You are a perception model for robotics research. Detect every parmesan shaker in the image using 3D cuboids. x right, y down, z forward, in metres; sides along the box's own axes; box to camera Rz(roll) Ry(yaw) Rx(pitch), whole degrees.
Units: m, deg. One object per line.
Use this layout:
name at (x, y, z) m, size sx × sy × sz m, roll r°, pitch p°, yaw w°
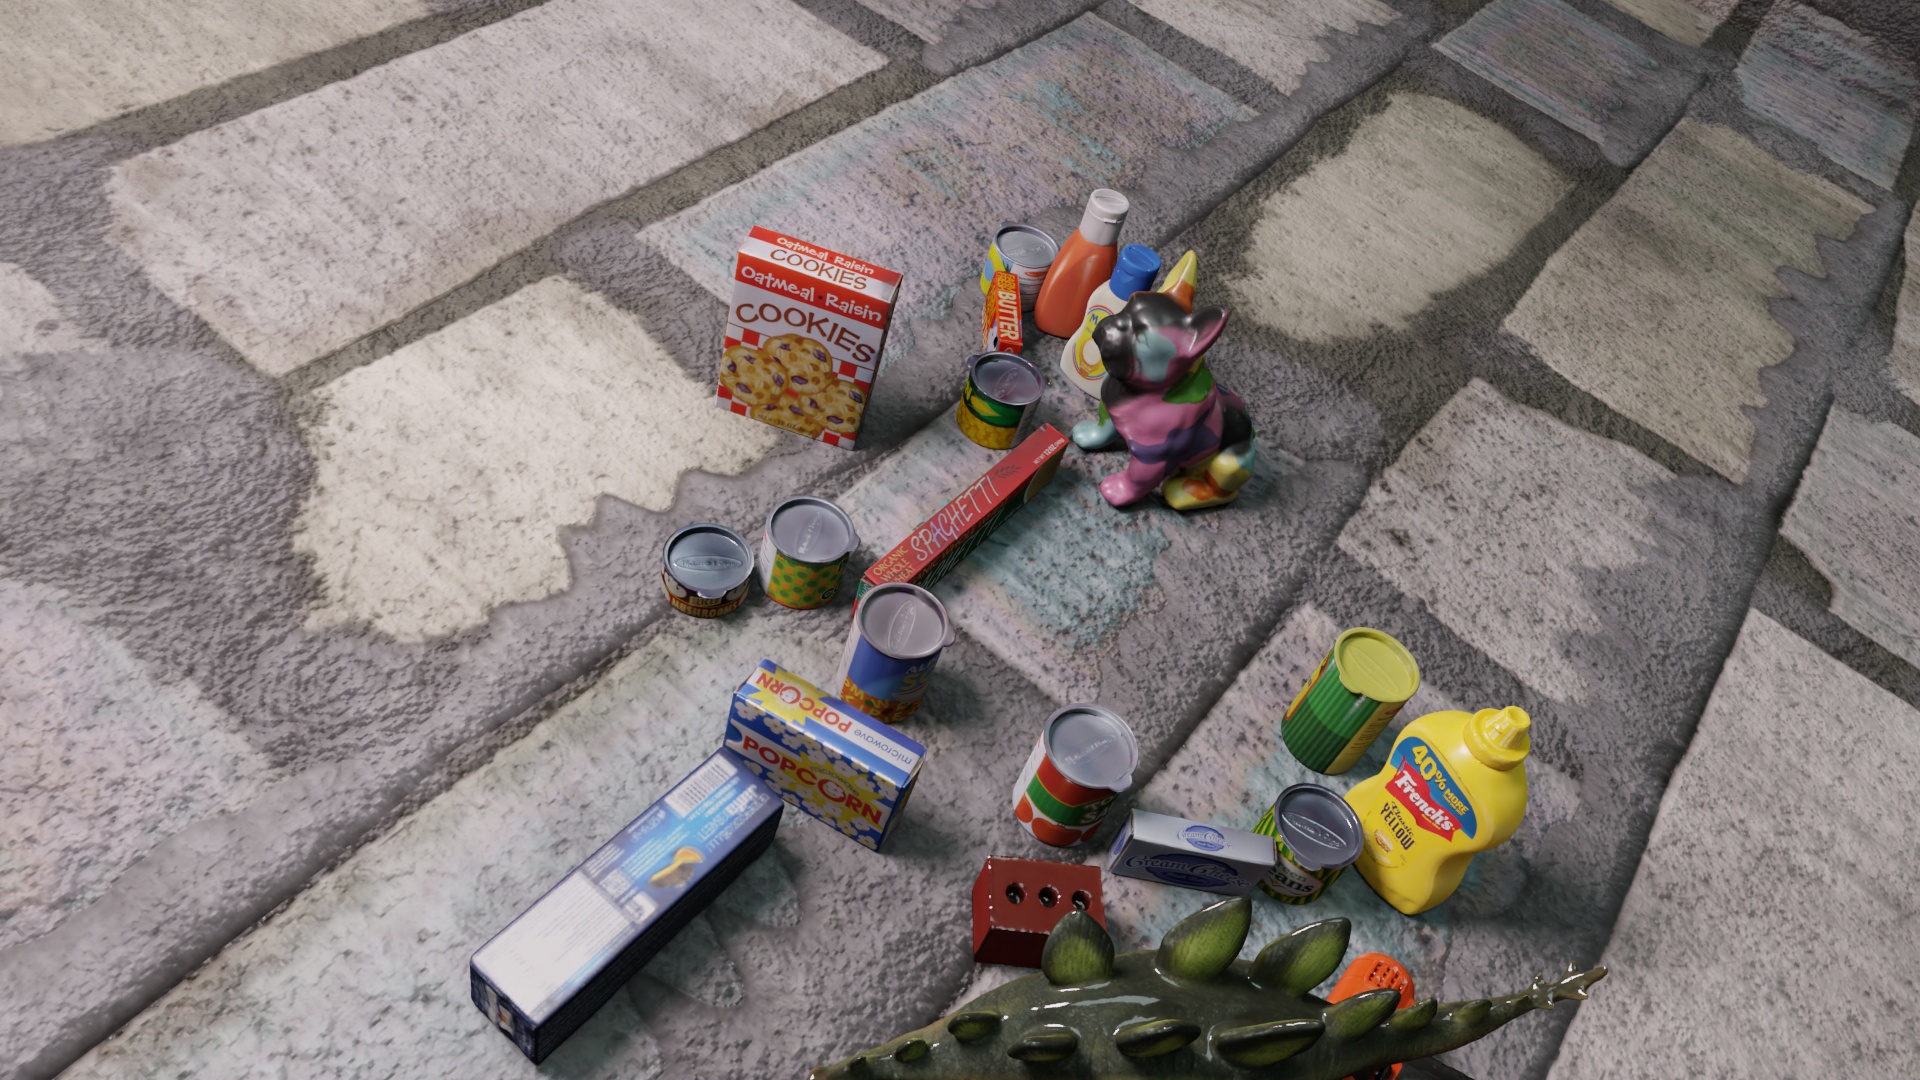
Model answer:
parmesan shaker at (0.288, 0.123, 1.042) m, size 0.071 × 0.102 × 0.072 m, roll 9°, pitch 48°, yaw -10°

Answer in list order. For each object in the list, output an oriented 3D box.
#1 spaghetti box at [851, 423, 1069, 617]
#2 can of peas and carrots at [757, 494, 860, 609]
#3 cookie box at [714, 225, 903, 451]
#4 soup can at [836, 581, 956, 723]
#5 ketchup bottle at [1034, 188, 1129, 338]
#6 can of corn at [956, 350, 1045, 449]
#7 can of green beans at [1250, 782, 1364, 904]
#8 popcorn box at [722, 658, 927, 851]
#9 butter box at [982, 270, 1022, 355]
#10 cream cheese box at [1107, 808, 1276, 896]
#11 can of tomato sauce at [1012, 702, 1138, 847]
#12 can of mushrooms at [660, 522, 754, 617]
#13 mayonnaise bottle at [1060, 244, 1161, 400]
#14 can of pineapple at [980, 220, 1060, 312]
spaghetti box at (0.004, -0.014, 1.108) m, size 0.029 × 0.049 × 0.251 m, roll 36°, pitch 49°, yaw 15°
can of peas and carrots at (-0.114, 0.010, 1.043) m, size 0.071 × 0.058 × 0.071 m, roll 9°, pitch 48°, yaw -10°
cookie box at (-0.124, -0.160, 1.115) m, size 0.123 × 0.166 × 0.040 m, roll 18°, pitch 47°, yaw -2°
soup can at (-0.047, 0.082, 0.984) m, size 0.071 × 0.083 × 0.072 m, roll 9°, pitch 48°, yaw -10°
ketchup bottle at (0.117, -0.255, 1.290) m, size 0.065 × 0.148 × 0.044 m, roll 6°, pitch 48°, yaw -13°
can of corn at (0.032, -0.123, 1.207) m, size 0.071 × 0.058 × 0.071 m, roll 9°, pitch 48°, yaw -10°
can of green beans at (0.240, 0.214, 0.977) m, size 0.071 × 0.057 × 0.071 m, roll 9°, pitch 48°, yaw -10°
popcorn box at (-0.092, 0.142, 0.915) m, size 0.127 × 0.084 × 0.038 m, roll 28°, pitch 47°, yaw 7°
butter box at (0.038, -0.196, 1.278) m, size 0.024 × 0.052 × 0.104 m, roll 9°, pitch 48°, yaw -11°
cream cheese box at (0.158, 0.215, 0.952) m, size 0.104 × 0.053 × 0.024 m, roll 13°, pitch 47°, yaw -7°
can of tomato sauce at (0.079, 0.163, 0.953) m, size 0.071 × 0.082 × 0.071 m, roll 9°, pitch 48°, yaw -10°
can of mushrooms at (-0.187, 0.024, 1.024) m, size 0.071 × 0.033 × 0.071 m, roll 9°, pitch 48°, yaw -10°
mayonnaise bottle at (0.138, -0.197, 1.246) m, size 0.065 × 0.147 × 0.041 m, roll 42°, pitch 51°, yaw 19°
can of pineapple at (0.057, -0.264, 1.341) m, size 0.071 × 0.057 × 0.071 m, roll 9°, pitch 48°, yaw -10°
